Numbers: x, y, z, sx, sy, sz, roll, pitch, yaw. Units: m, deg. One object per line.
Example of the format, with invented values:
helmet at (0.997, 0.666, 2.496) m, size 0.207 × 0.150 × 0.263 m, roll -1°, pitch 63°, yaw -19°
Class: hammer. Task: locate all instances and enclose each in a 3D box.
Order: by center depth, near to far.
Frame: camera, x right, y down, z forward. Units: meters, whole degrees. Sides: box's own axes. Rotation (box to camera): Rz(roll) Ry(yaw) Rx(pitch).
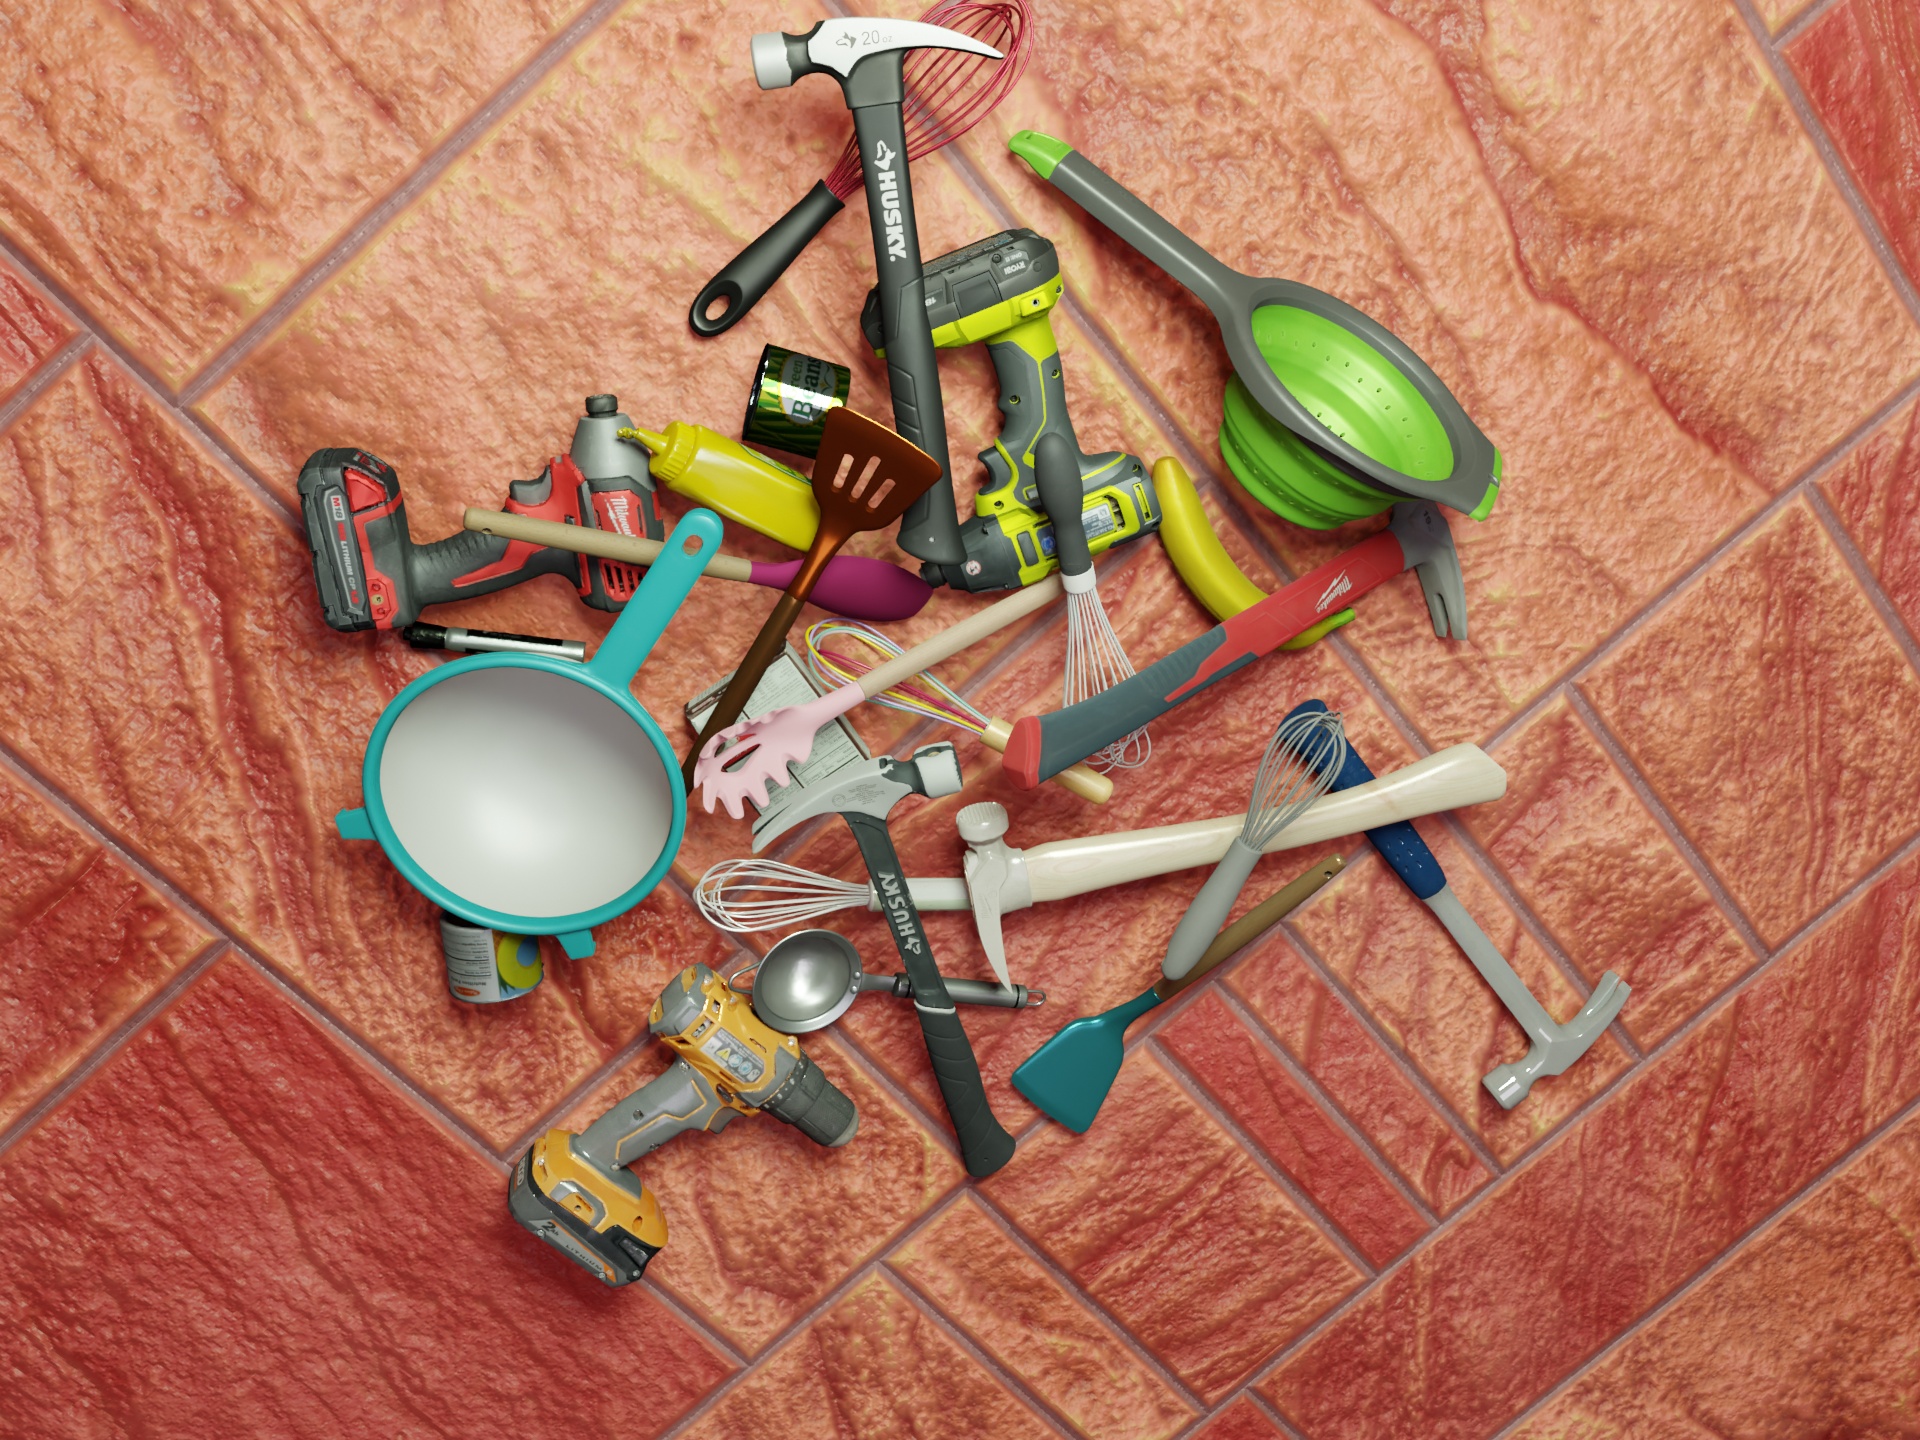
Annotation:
hammer at (-0.029, -0.258, 0.988) m, size 0.146 × 0.035 × 0.334 m, roll -7°, pitch 110°, yaw 2°
hammer at (0.199, -0.041, 1.116) m, size 0.386 × 0.038 × 0.143 m, roll -30°, pitch 111°, yaw -19°
hammer at (-0.029, 0.196, 1.164) m, size 0.149 × 0.036 × 0.408 m, roll -15°, pitch 124°, yaw 3°
hammer at (0.208, 0.095, 1.188) m, size 0.410 × 0.038 × 0.146 m, roll -12°, pitch 111°, yaw -5°
hammer at (0.386, 0.137, 1.267) m, size 0.144 × 0.035 × 0.405 m, roll -40°, pitch 109°, yaw 4°

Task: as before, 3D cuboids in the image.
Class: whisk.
whisk at (-0.069, -0.355, 1.025) m, size 0.296 × 0.073 × 0.073 m, roll -42°, pitch 109°, yaw 12°
whisk at (0.087, -0.073, 1.092) m, size 0.070 × 0.070 × 0.284 m, roll -18°, pitch 129°, yaw -4°
whisk at (-0.002, -0.002, 1.126) m, size 0.245 × 0.047 × 0.051 m, roll 29°, pitch 95°, yaw -4°
whisk at (0.208, 0.093, 1.144) m, size 0.055 × 0.055 × 0.239 m, roll 23°, pitch 109°, yaw -16°
whisk at (-0.075, 0.129, 1.182) m, size 0.246 × 0.058 × 0.059 m, roll 1°, pitch 143°, yaw -14°

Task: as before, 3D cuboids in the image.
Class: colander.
colander at (0.179, -0.246, 1.075) m, size 0.397 × 0.205 × 0.094 m, roll 37°, pitch 130°, yaw -2°

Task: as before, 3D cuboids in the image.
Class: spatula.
spatula at (-0.122, -0.061, 1.051) m, size 0.081 × 0.041 × 0.322 m, roll 30°, pitch 113°, yaw -9°
spatula at (0.173, 0.203, 1.221) m, size 0.082 × 0.044 × 0.317 m, roll 40°, pitch 116°, yaw -15°

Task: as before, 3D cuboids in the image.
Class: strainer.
strainer at (-0.251, -0.013, 1.062) m, size 0.211 × 0.095 × 0.340 m, roll 32°, pitch 110°, yaw -15°
strainer at (-0.054, 0.200, 1.207) m, size 0.258 × 0.050 × 0.087 m, roll 9°, pitch 106°, yaw -20°

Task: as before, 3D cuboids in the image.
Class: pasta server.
pasta server at (-0.042, -0.030, 1.083) m, size 0.316 × 0.040 × 0.060 m, roll -29°, pitch 122°, yaw -12°

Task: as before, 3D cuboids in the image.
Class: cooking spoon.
cooking spoon at (-0.164, -0.102, 1.047) m, size 0.318 × 0.017 × 0.068 m, roll 9°, pitch 146°, yaw -27°

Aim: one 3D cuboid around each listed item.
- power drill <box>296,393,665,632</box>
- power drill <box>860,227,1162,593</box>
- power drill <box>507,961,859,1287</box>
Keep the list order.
power drill at (-0.307, -0.135, 1.043) m, size 0.219 × 0.079 × 0.143 m, roll -7°, pitch 110°, yaw -11°
power drill at (0.023, -0.201, 1.078) m, size 0.171 × 0.080 × 0.223 m, roll -21°, pitch 112°, yaw 2°
power drill at (-0.204, 0.317, 1.202) m, size 0.185 × 0.084 × 0.226 m, roll 43°, pitch 91°, yaw -19°
